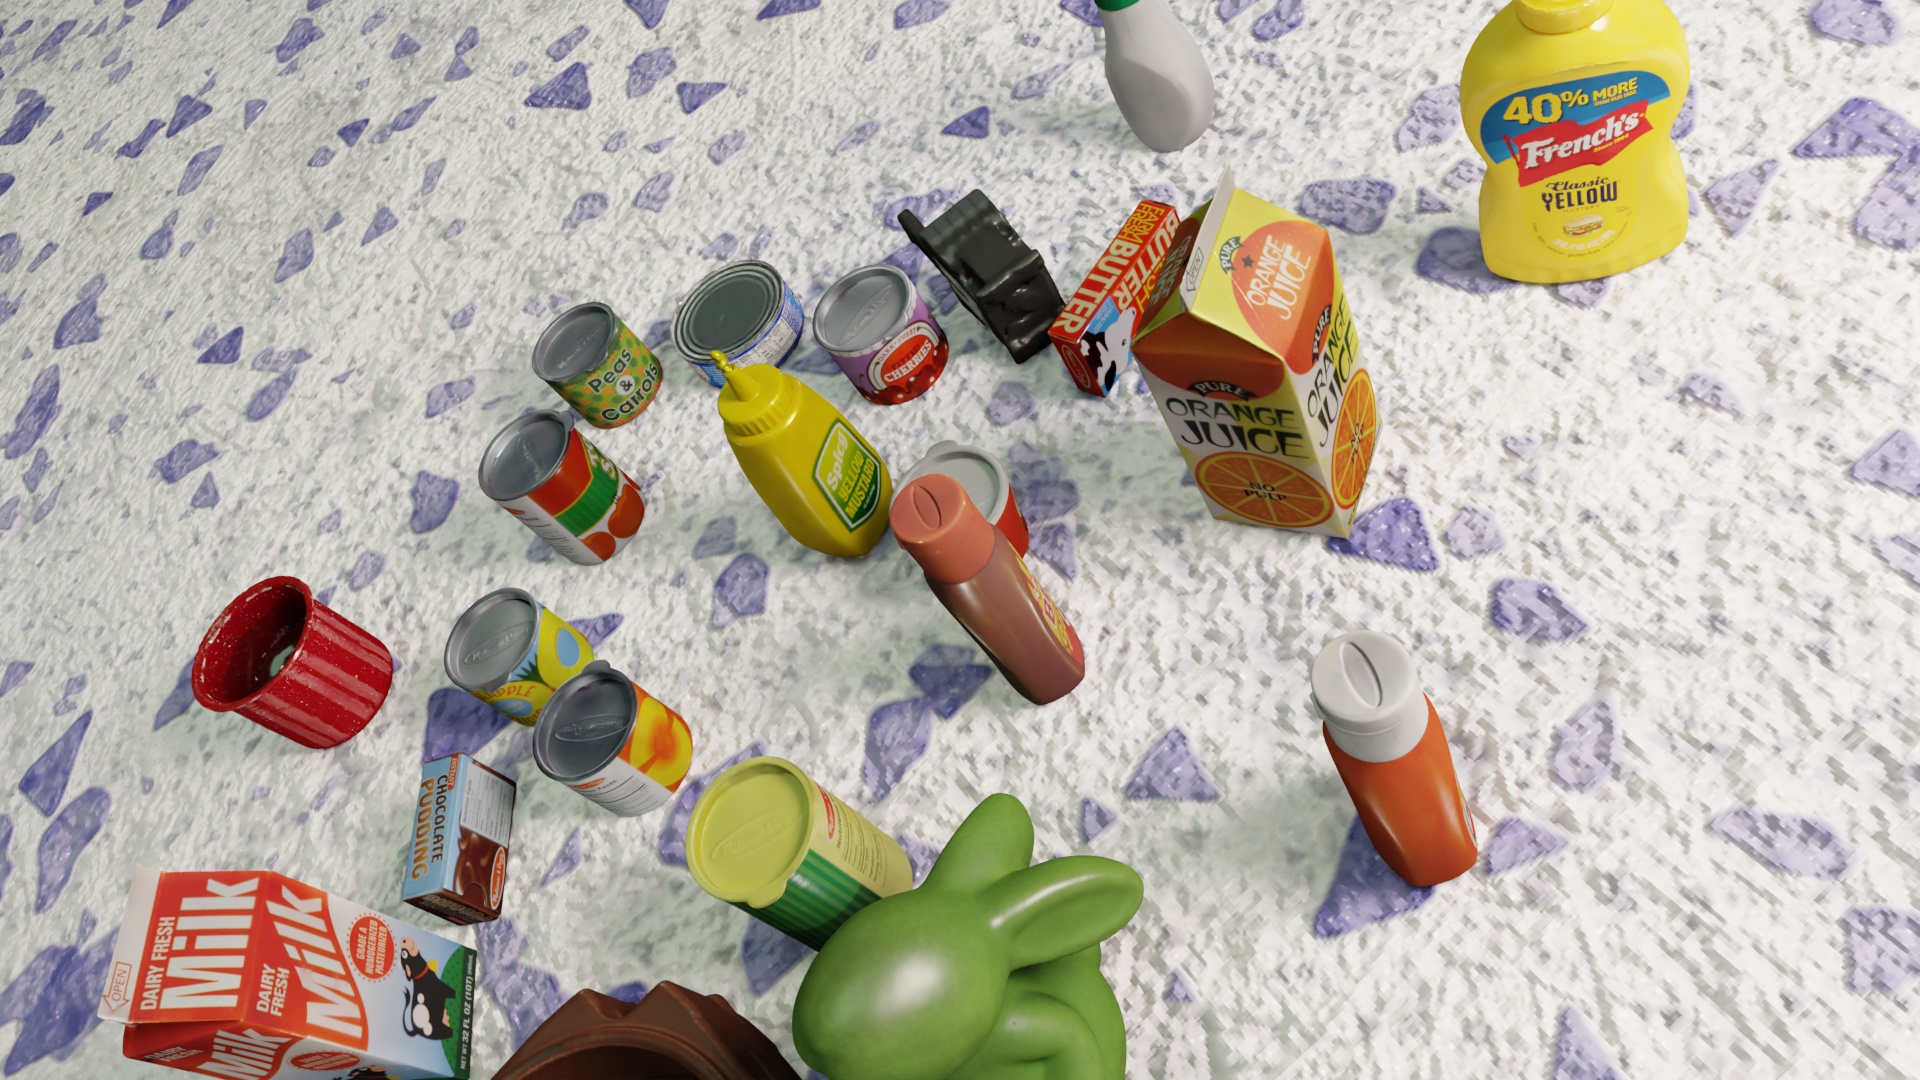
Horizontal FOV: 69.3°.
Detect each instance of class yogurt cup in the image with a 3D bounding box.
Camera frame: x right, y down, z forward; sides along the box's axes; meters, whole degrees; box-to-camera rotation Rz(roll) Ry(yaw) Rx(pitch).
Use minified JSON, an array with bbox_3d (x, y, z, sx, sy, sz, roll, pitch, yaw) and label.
[{"bbox_3d":[0.003,-0.009,0.748,0.072,0.053,0.073,-13,55,19],"label":"yogurt cup"}]

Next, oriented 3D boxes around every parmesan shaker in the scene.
[{"bbox_3d":[-0.072,0.153,0.648,0.071,0.102,0.071,-13,55,19],"label":"parmesan shaker"}]

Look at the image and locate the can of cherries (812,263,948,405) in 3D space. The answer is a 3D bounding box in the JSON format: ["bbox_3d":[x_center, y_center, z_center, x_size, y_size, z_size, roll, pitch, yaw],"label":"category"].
[{"bbox_3d":[-0.046,-0.123,0.844,0.071,0.058,0.072,-13,55,19],"label":"can of cherries"}]

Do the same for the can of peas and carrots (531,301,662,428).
[{"bbox_3d":[-0.243,-0.117,0.938,0.071,0.058,0.071,-13,55,19],"label":"can of peas and carrots"}]

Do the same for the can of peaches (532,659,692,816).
[{"bbox_3d":[-0.189,0.109,0.764,0.071,0.058,0.071,-13,55,19],"label":"can of peaches"}]

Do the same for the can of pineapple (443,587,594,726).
[{"bbox_3d":[-0.261,0.072,0.825,0.071,0.057,0.071,-13,55,19],"label":"can of pineapple"}]

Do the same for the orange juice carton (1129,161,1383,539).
[{"bbox_3d":[0.136,-0.082,0.639,0.073,0.192,0.072,10,65,31],"label":"orange juice carton"}]

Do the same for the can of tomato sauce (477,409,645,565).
[{"bbox_3d":[-0.246,-0.034,0.869,0.071,0.083,0.071,-13,55,19],"label":"can of tomato sauce"}]

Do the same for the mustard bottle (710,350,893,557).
[{"bbox_3d":[-0.090,-0.051,0.753,0.049,0.159,0.065,5,62,29],"label":"mustard bottle"}]

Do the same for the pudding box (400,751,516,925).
[{"bbox_3d":[-0.279,0.167,0.777,0.030,0.049,0.084,-17,53,16],"label":"pudding box"}]

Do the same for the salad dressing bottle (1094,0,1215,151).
[{"bbox_3d":[0.108,-0.298,0.823,0.064,0.147,0.044,21,71,35],"label":"salad dressing bottle"}]

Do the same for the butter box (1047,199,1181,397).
[{"bbox_3d":[0.093,-0.137,0.787,0.024,0.053,0.104,24,73,36],"label":"butter box"}]

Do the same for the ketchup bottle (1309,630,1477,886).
[{"bbox_3d":[0.168,0.084,0.543,0.043,0.148,0.065,-26,52,10],"label":"ketchup bottle"}]

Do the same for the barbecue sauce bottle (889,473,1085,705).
[{"bbox_3d":[0.013,0.022,0.661,0.043,0.148,0.065,-32,51,5],"label":"barbecue sauce bottle"}]

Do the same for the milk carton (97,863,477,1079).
[{"bbox_3d":[-0.329,0.219,0.677,0.073,0.190,0.073,-20,53,15],"label":"milk carton"}]
